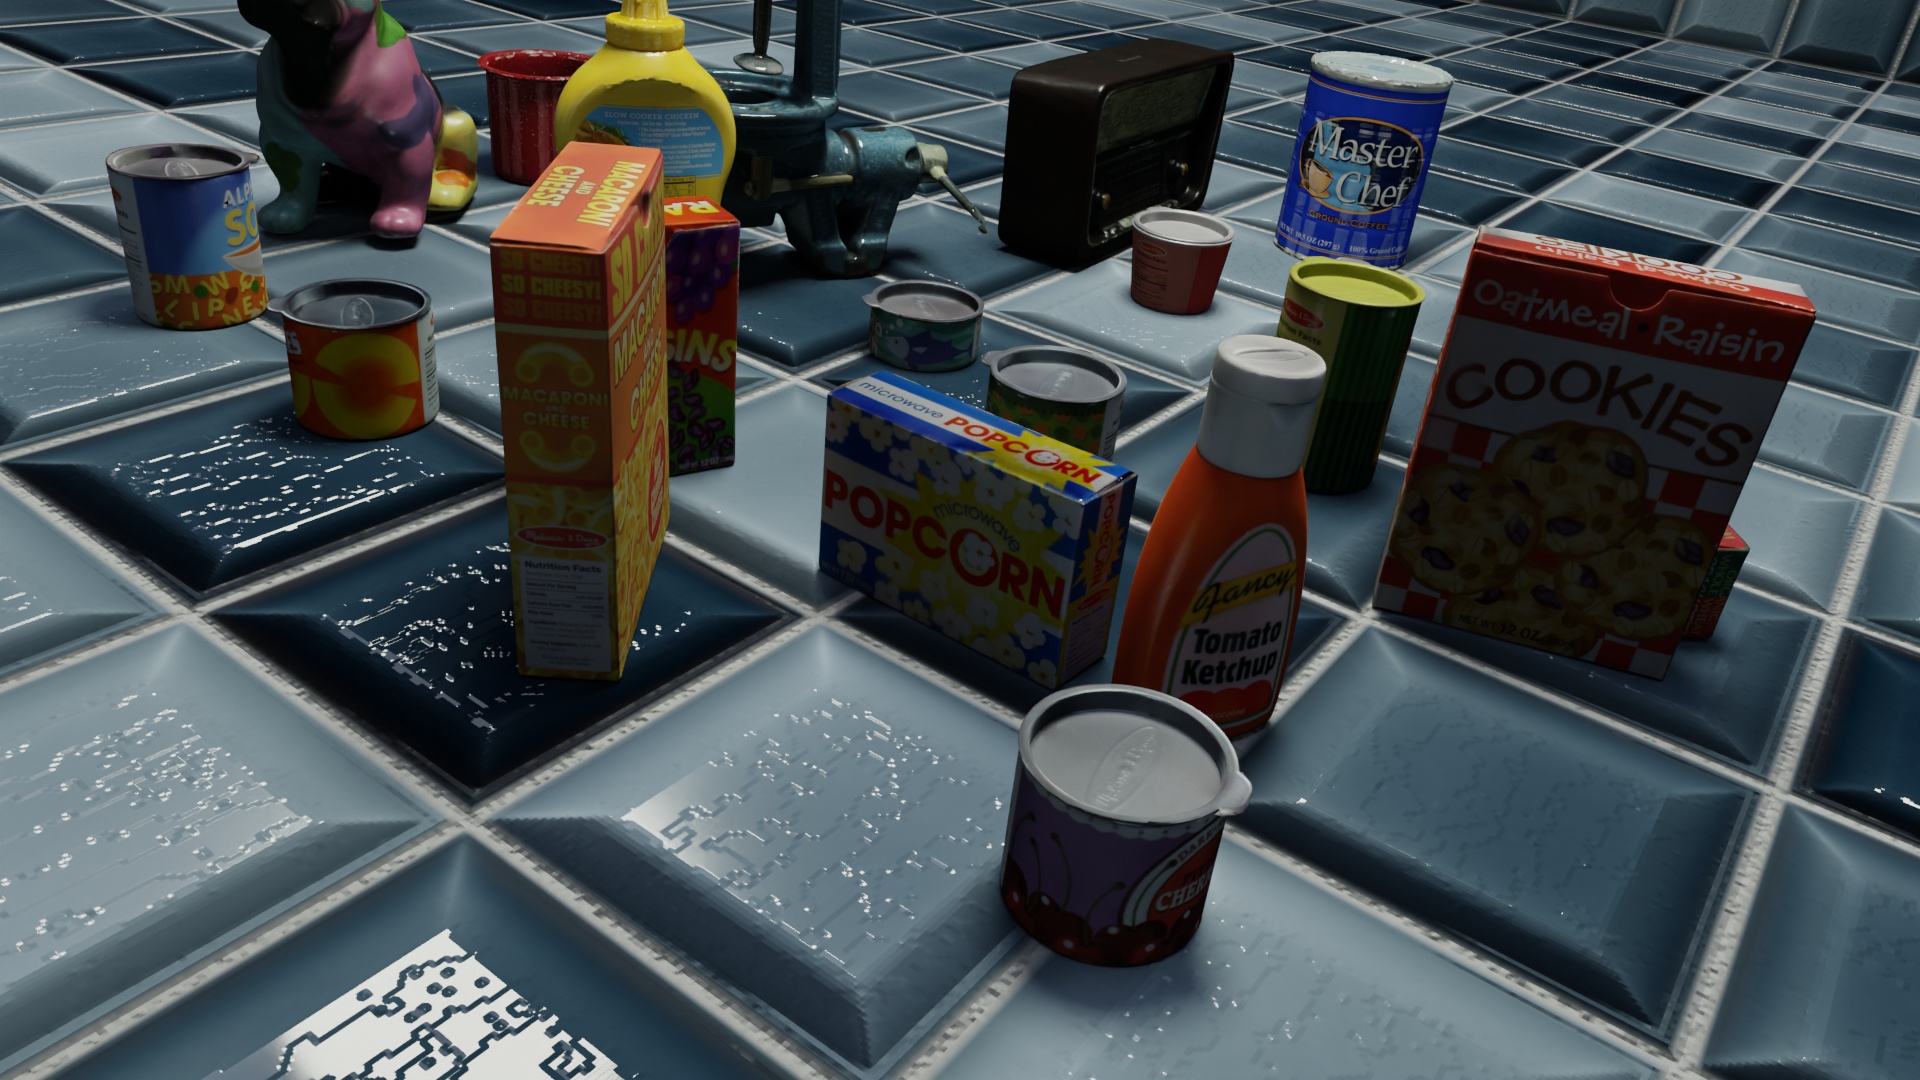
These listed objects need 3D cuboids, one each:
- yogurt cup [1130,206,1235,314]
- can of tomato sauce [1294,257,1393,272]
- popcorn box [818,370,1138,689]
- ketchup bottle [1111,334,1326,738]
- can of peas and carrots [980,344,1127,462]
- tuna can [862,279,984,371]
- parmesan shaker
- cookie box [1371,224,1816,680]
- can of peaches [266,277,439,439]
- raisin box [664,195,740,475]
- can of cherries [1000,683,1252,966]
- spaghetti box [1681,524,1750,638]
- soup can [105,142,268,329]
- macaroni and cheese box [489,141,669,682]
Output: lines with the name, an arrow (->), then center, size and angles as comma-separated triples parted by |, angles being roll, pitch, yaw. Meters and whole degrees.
yogurt cup -> 0.145, -0.185, 0.926 | 0.072, 0.053, 0.073 | 5, 30, -3
can of tomato sauce -> 0.210, -0.108, 0.776 | 0.071, 0.082, 0.071 | 5, 30, -3
popcorn box -> 0.002, -0.007, 0.555 | 0.127, 0.084, 0.038 | 25, 34, 29
ketchup bottle -> 0.095, 0.002, 0.495 | 0.065, 0.148, 0.044 | -6, 32, -21
can of peas and carrots -> 0.041, -0.056, 0.675 | 0.071, 0.058, 0.071 | 5, 30, -3
tuna can -> -0.023, -0.125, 0.808 | 0.071, 0.032, 0.071 | 5, 30, -3
parmesan shaker -> 0.189, -0.085, 0.711 | 0.071, 0.102, 0.071 | 5, 29, -3
cookie box -> 0.252, -0.035, 0.571 | 0.123, 0.166, 0.040 | 15, 30, 14
can of peaches -> -0.287, -0.087, 0.662 | 0.071, 0.057, 0.071 | 5, 30, -3
raisin box -> -0.147, -0.089, 0.629 | 0.086, 0.122, 0.040 | -12, 34, -30
can of cherries -> 0.049, 0.088, 0.426 | 0.071, 0.058, 0.072 | 5, 30, -3
spaghetti box -> 0.324, -0.038, 0.710 | 0.029, 0.050, 0.251 | 5, 30, -2
soup can -> -0.409, -0.164, 0.745 | 0.071, 0.083, 0.072 | 5, 30, -3
macaroni and cheese box -> -0.137, -0.051, 0.521 | 0.040, 0.165, 0.124 | 4, 30, -5
